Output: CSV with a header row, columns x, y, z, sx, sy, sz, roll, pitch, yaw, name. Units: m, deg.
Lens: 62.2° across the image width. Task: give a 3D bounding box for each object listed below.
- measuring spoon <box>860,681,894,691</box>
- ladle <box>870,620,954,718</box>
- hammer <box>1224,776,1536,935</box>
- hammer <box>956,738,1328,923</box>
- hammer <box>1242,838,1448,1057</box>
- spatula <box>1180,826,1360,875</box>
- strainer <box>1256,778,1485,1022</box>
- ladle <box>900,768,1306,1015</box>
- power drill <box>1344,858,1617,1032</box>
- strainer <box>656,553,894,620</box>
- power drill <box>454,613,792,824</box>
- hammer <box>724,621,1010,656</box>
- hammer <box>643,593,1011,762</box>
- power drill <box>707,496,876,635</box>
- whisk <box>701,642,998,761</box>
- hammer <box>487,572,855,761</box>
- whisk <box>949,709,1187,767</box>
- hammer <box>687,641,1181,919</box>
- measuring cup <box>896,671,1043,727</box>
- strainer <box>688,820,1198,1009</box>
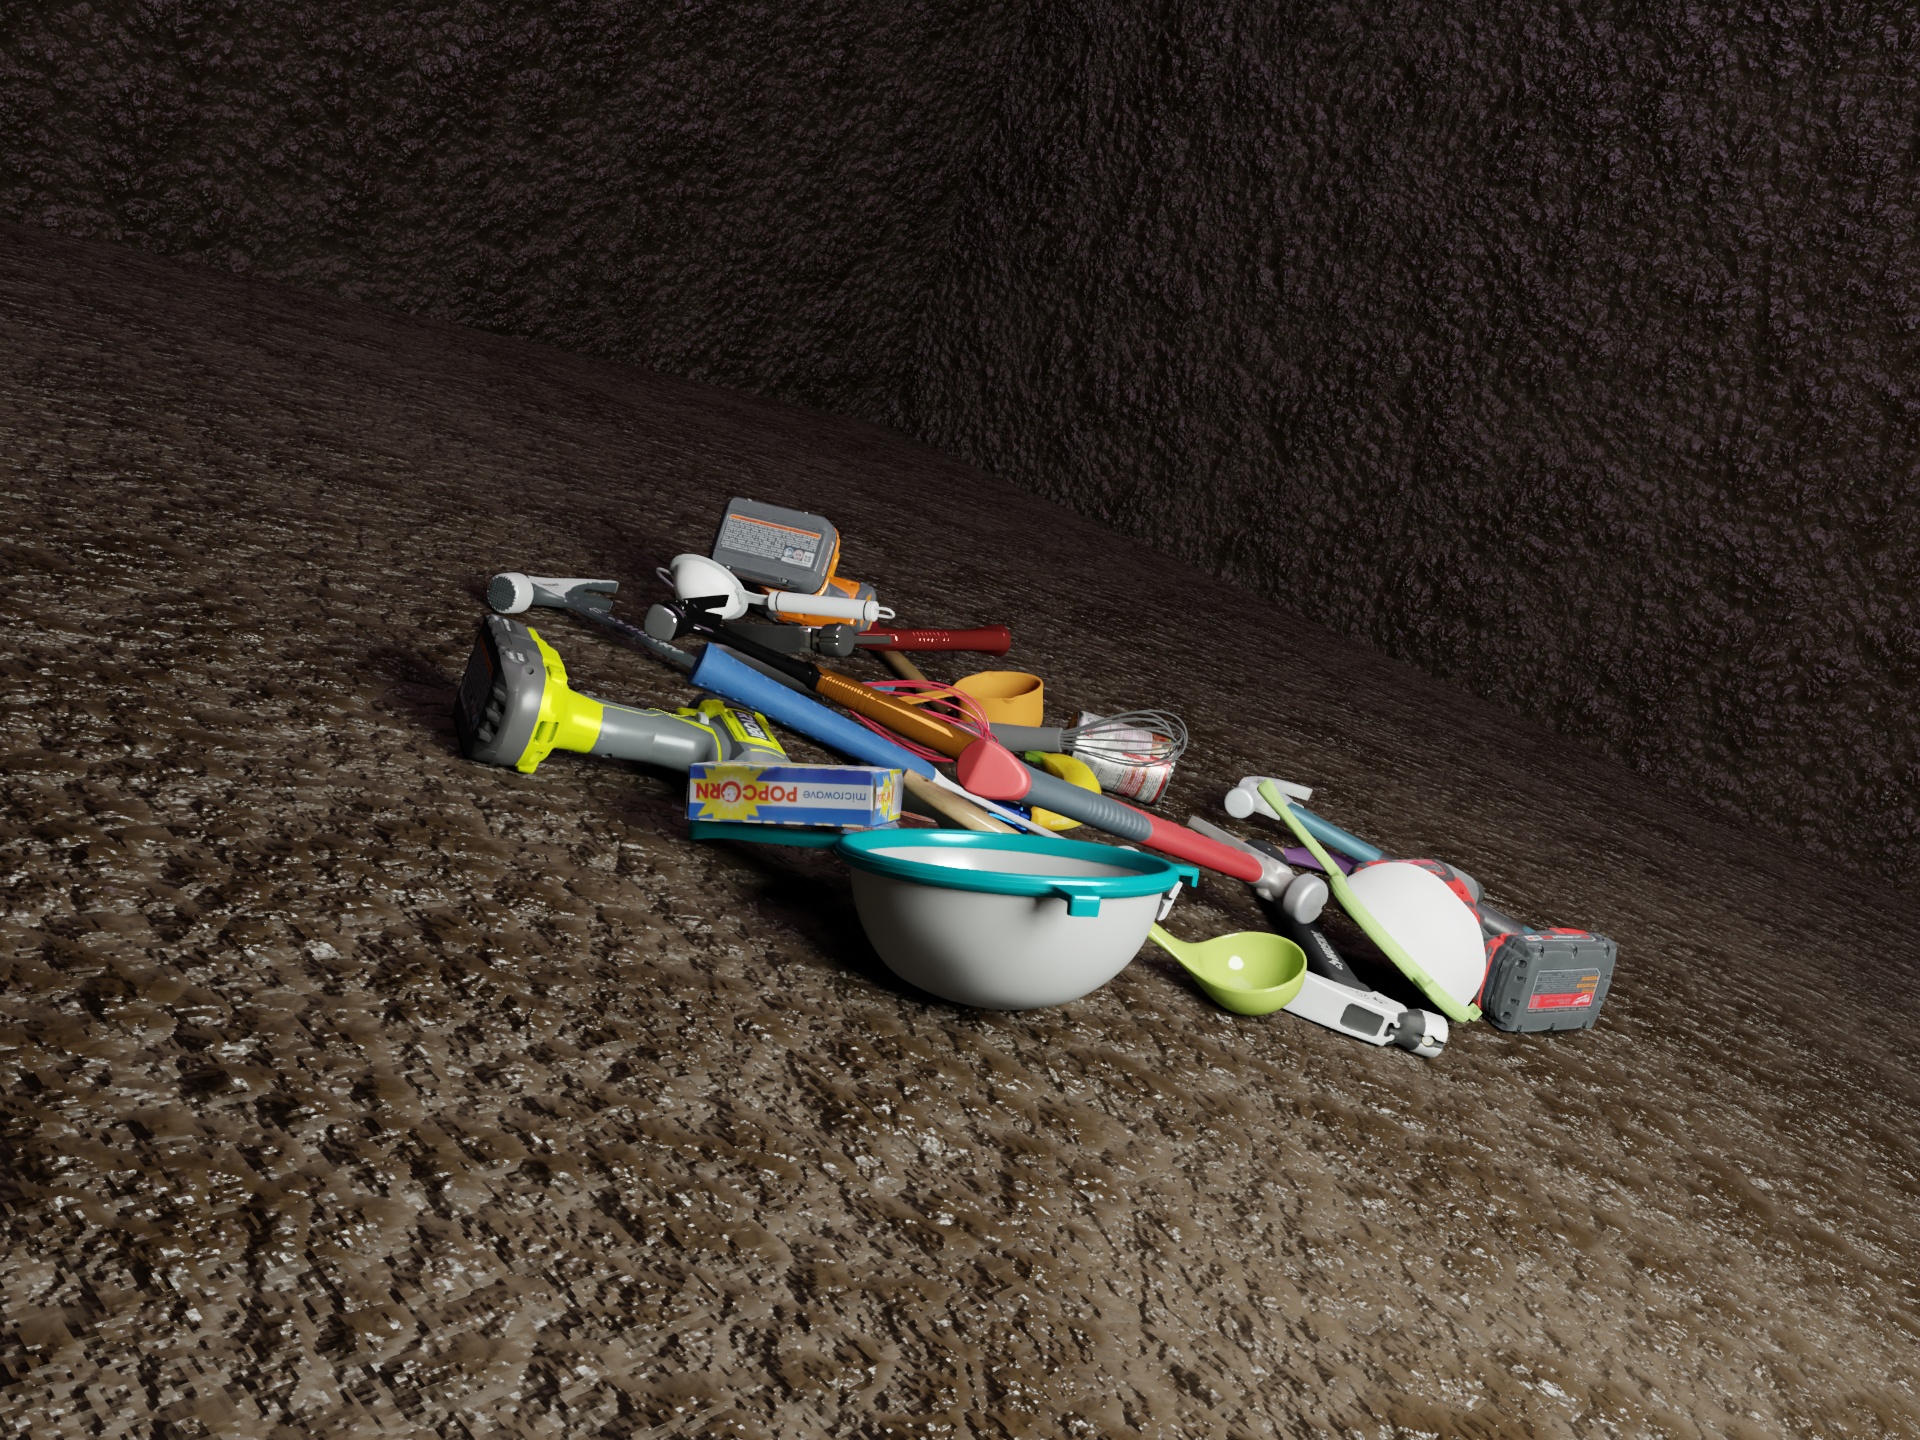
x,y,z,sx,sy,sz,roll,pitch,yaw,name
-0.083,-0.034,1.560,0.042,0.021,0.128,-4,9,9,measuring spoon
-0.077,-0.071,1.718,0.069,0.031,0.316,10,19,-31,ladle
0.418,0.144,1.544,0.331,0.033,0.128,30,18,18,hammer
0.120,0.072,1.163,0.386,0.038,0.143,22,5,-46,hammer
0.277,0.169,1.309,0.146,0.035,0.335,19,15,-8,hammer
0.283,0.123,1.512,0.315,0.018,0.060,12,18,-34,spatula
0.341,0.126,1.289,0.257,0.069,0.151,53,13,31,strainer
0.101,0.112,1.111,0.320,0.062,0.078,32,23,-9,ladle
0.452,0.184,1.386,0.143,0.078,0.220,3,18,-26,power drill
-0.185,-0.115,1.523,0.258,0.086,0.050,7,52,17,strainer
-0.244,-0.001,1.158,0.223,0.080,0.171,16,15,-28,power drill
-0.071,-0.083,1.634,0.149,0.037,0.359,3,4,36,hammer
-0.107,-0.029,1.386,0.337,0.034,0.127,25,16,14,hammer
-0.185,-0.152,1.640,0.164,0.084,0.226,14,-11,11,power drill
-0.104,-0.024,1.460,0.296,0.073,0.073,17,14,13,whisk
-0.219,-0.042,1.411,0.409,0.036,0.149,26,15,19,hammer
0.092,0.015,1.474,0.239,0.055,0.055,1,10,16,whisk
-0.012,0.047,1.184,0.405,0.035,0.144,27,1,-15,hammer
-0.002,-0.005,1.556,0.173,0.052,0.095,-9,20,-11,measuring cup
-0.032,0.121,1.007,0.340,0.095,0.211,4,2,26,strainer
